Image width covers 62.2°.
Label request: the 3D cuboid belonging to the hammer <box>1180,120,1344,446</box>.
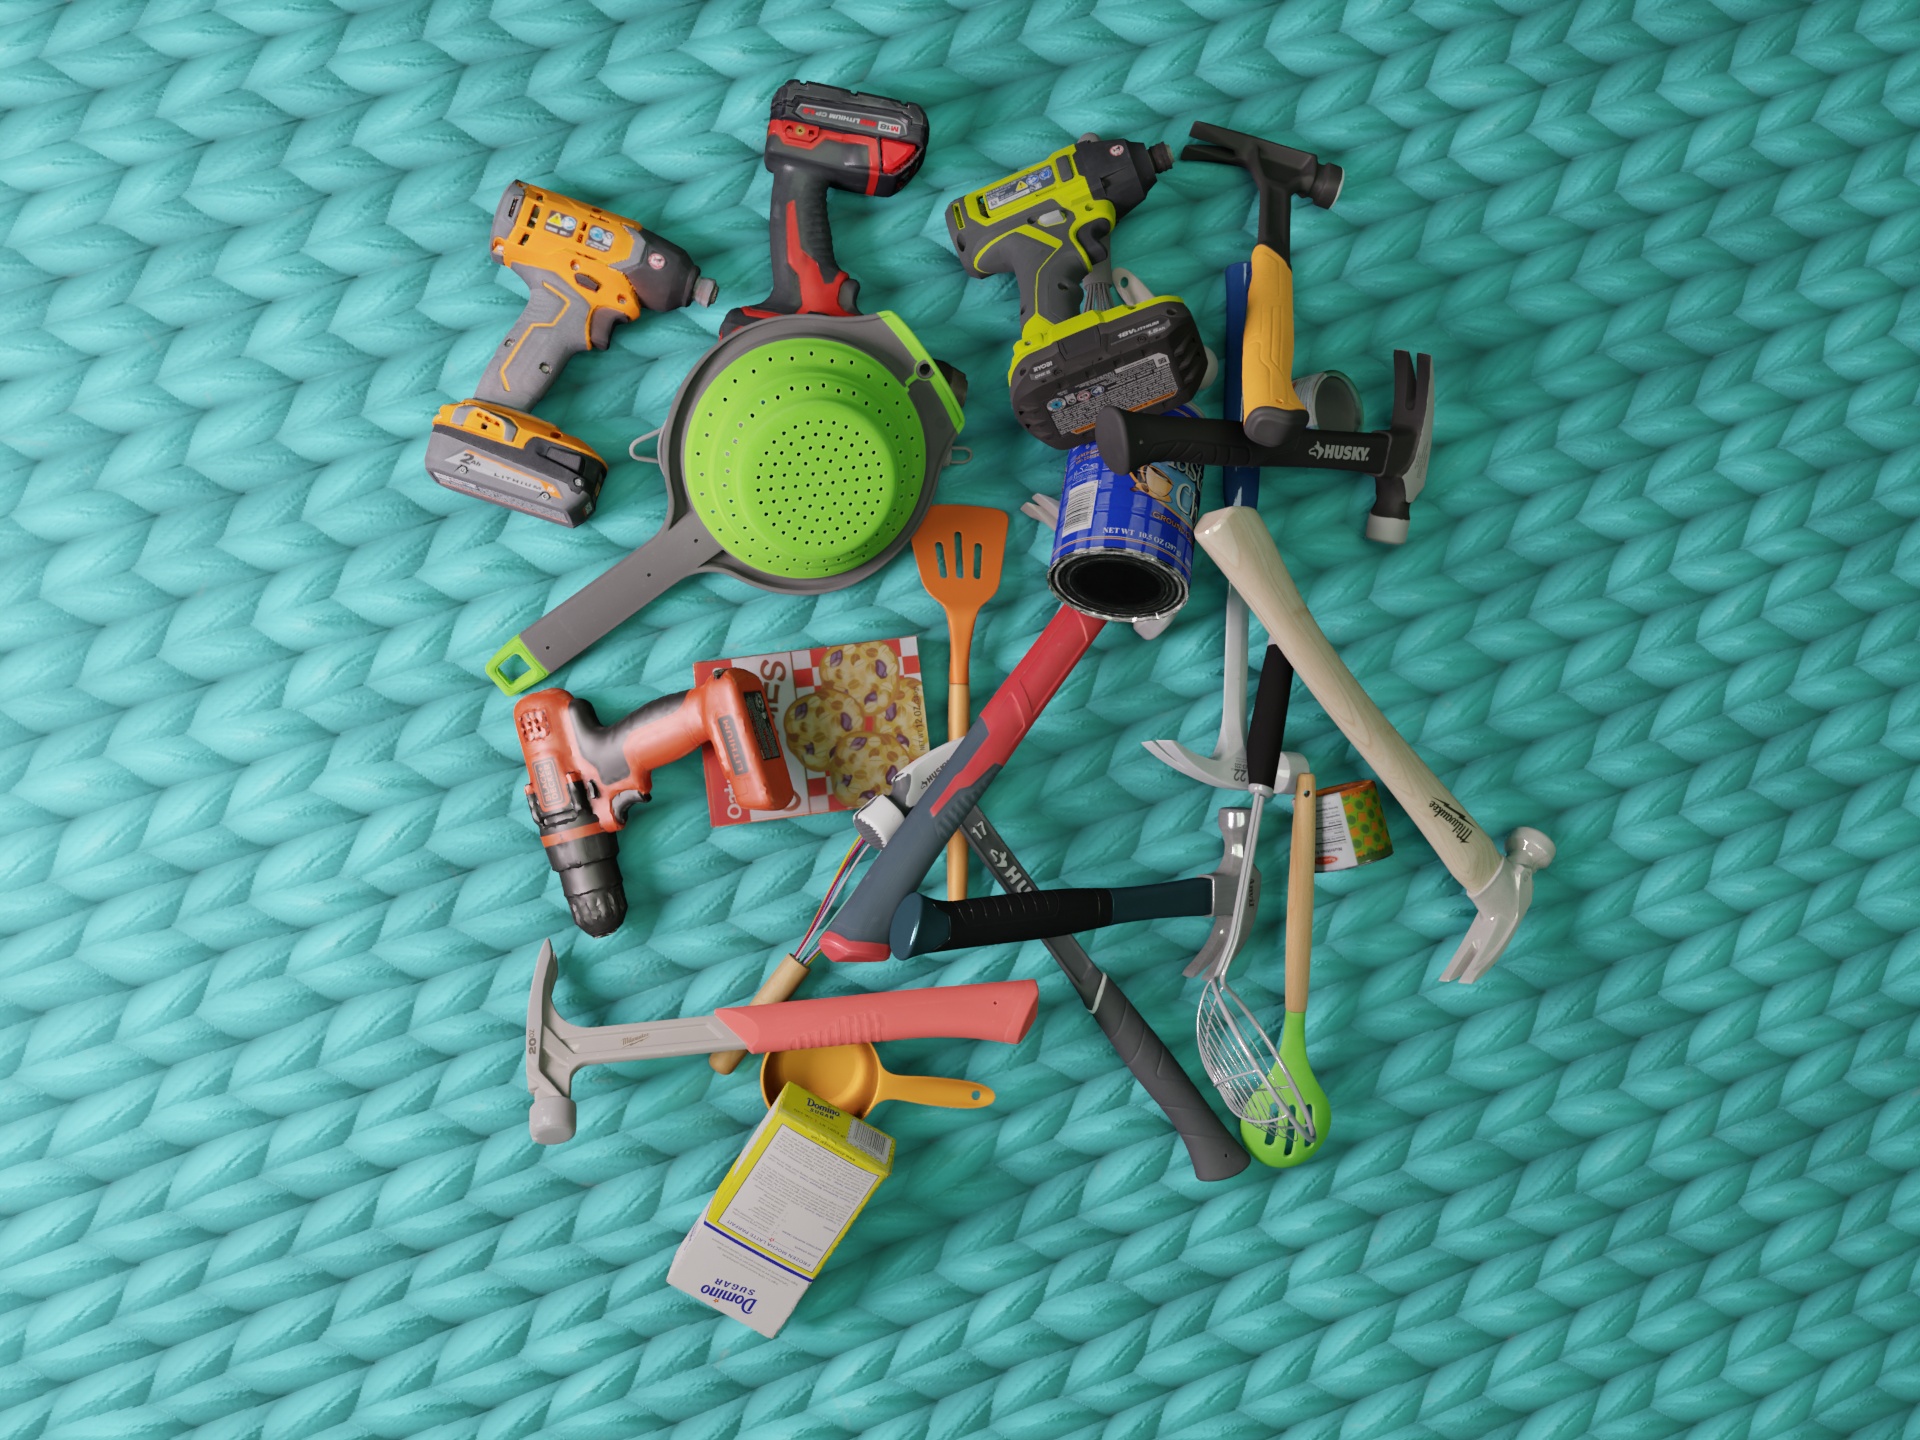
[{"bbox_3d":[0.216,-0.318,1.144,0.127,0.034,0.337,15,50,-6],"label":"hammer"}]

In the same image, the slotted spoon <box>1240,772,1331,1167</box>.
[{"bbox_3d":[0.254,0.195,1.209,0.070,0.031,0.313,1,97,-2],"label":"slotted spoon"}]

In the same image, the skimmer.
[{"bbox_3d":[0.235,0.112,1.144,0.090,0.127,0.363,5,75,25],"label":"skimmer"}]

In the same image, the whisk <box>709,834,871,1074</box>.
[{"bbox_3d":[-0.103,0.164,1.183,0.047,0.051,0.245,38,87,-11],"label":"whisk"}]

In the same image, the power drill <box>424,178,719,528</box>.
[{"bbox_3d":[-0.279,-0.261,1.150,0.164,0.084,0.226,17,83,-7],"label":"power drill"}]

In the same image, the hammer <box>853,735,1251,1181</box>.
[{"bbox_3d":[0.094,0.185,1.192,0.149,0.036,0.409,-41,101,-25],"label":"hammer"}]

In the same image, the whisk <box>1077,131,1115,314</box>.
[{"bbox_3d":[0.106,-0.336,1.219,0.055,0.055,0.239,-3,86,-8],"label":"whisk"}]

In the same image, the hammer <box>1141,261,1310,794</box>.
[{"bbox_3d":[0.211,-0.149,1.217,0.144,0.035,0.405,6,84,-32],"label":"hammer"}]

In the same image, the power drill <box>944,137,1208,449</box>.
[{"bbox_3d":[0.091,-0.318,1.139,0.171,0.080,0.223,-20,59,12],"label":"power drill"}]

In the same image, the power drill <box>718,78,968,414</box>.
[{"bbox_3d":[-0.075,-0.338,1.181,0.188,0.080,0.227,9,90,-7],"label":"power drill"}]

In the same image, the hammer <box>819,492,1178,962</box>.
[{"bbox_3d":[0.009,0.007,1.139,0.143,0.038,0.386,40,64,-7],"label":"hammer"}]

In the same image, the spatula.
[{"bbox_3d":[-0.002,-0.004,1.210,0.081,0.041,0.322,0,93,-10],"label":"spatula"}]

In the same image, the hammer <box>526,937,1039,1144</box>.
[{"bbox_3d":[-0.124,0.209,1.129,0.359,0.036,0.149,-5,51,-5],"label":"hammer"}]

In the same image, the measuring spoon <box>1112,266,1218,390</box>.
[{"bbox_3d":[0.151,-0.302,1.218,0.034,0.018,0.124,-47,71,33],"label":"measuring spoon"}]

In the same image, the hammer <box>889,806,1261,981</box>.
[{"bbox_3d":[0.092,0.134,1.140,0.330,0.033,0.128,-1,91,-36],"label":"hammer"}]

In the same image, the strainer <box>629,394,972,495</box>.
[{"bbox_3d":[-0.117,-0.204,1.190,0.258,0.050,0.086,1,121,-14],"label":"strainer"}]

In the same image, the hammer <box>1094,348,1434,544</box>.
[{"bbox_3d":[0.226,-0.202,1.140,0.334,0.035,0.146,-4,110,-38],"label":"hammer"}]

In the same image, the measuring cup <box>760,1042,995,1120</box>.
[{"bbox_3d":[-0.063,0.265,1.181,0.173,0.052,0.095,9,88,-9],"label":"measuring cup"}]

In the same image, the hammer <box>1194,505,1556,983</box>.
[{"bbox_3d":[0.296,0.013,1.171,0.410,0.038,0.146,49,63,-18],"label":"hammer"}]

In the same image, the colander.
[{"bbox_3d":[-0.171,-0.130,1.126,0.397,0.095,0.204,-36,114,2],"label":"colander"}]
